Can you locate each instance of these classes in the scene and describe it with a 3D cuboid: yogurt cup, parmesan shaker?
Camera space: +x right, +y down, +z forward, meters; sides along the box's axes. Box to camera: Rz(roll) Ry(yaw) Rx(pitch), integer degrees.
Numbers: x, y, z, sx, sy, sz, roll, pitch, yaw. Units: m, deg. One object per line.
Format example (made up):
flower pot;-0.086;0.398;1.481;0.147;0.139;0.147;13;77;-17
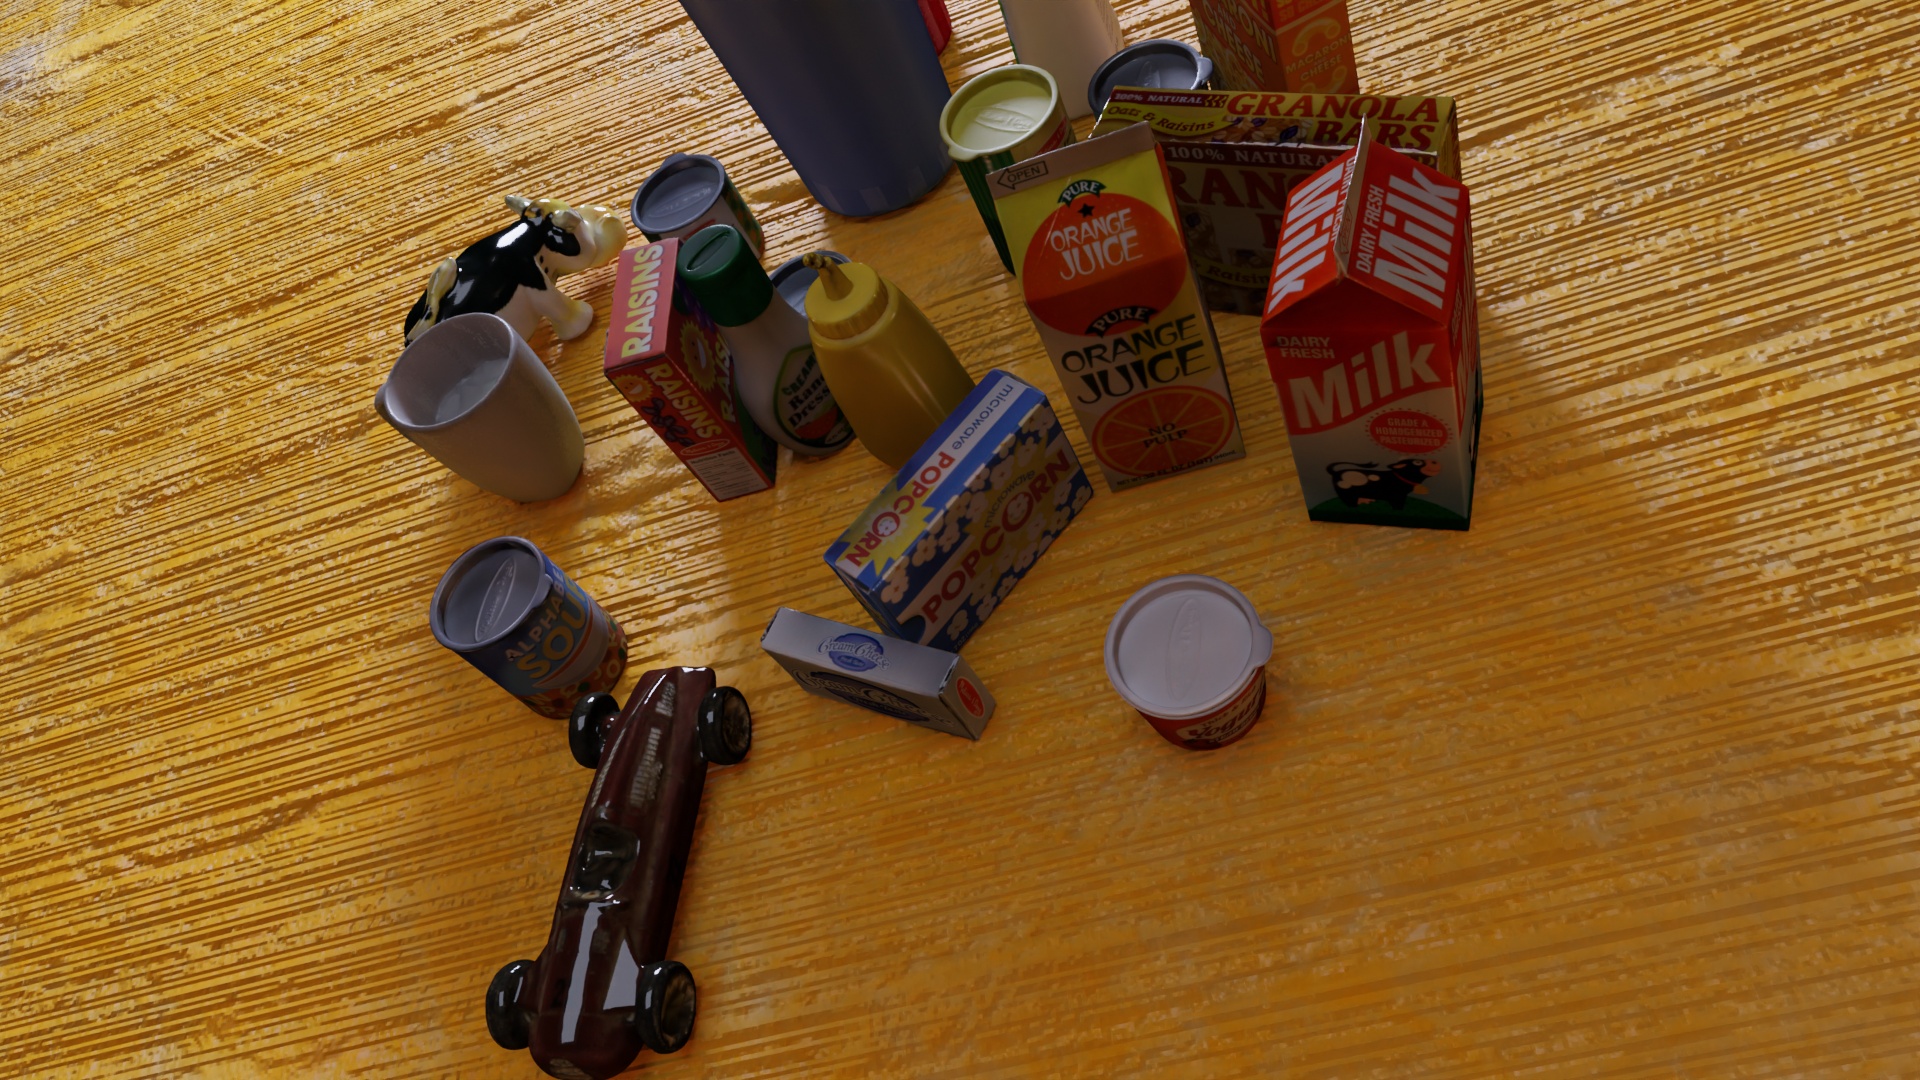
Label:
yogurt cup;0.101;0.056;0.603;0.072;0.053;0.073;-11;55;16
parmesan shaker;0.035;-0.199;0.769;0.071;0.102;0.071;-11;55;16

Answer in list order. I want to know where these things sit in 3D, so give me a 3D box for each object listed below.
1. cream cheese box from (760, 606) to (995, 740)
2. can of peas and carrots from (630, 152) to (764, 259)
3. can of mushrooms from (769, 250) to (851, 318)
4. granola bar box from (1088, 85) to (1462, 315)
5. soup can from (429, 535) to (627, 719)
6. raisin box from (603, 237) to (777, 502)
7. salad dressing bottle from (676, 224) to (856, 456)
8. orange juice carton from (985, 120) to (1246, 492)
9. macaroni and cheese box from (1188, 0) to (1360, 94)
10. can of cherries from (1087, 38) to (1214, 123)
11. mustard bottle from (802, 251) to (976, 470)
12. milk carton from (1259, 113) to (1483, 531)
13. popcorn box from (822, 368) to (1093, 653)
cream cheese box;-0.039;0.063;0.657;0.104;0.053;0.024;12;64;29
can of peas and carrots;-0.167;-0.203;0.884;0.071;0.058;0.071;-11;55;16
can of mushrooms;-0.084;-0.135;0.820;0.071;0.033;0.071;-11;55;16
granola bar box;0.158;-0.162;0.680;0.165;0.123;0.039;12;64;29
soup can;-0.221;0.047;0.724;0.071;0.083;0.072;-11;55;16
raisin box;-0.144;-0.091;0.759;0.040;0.123;0.086;-12;55;15
salad dressing bottle;-0.099;-0.103;0.733;0.064;0.147;0.044;-47;53;-11
orange juice carton;0.074;-0.110;0.637;0.072;0.192;0.073;-15;54;13
macaroni and cheese box;0.160;-0.258;0.716;0.040;0.166;0.124;-28;52;4
can of cherries;0.114;-0.241;0.792;0.071;0.058;0.072;-11;55;16
mustard bottle;-0.039;-0.092;0.693;0.065;0.159;0.049;1;59;24
milk carton;0.174;-0.083;0.579;0.073;0.190;0.072;4;60;25
popcorn box;0.002;-0.008;0.667;0.038;0.085;0.127;32;75;35
